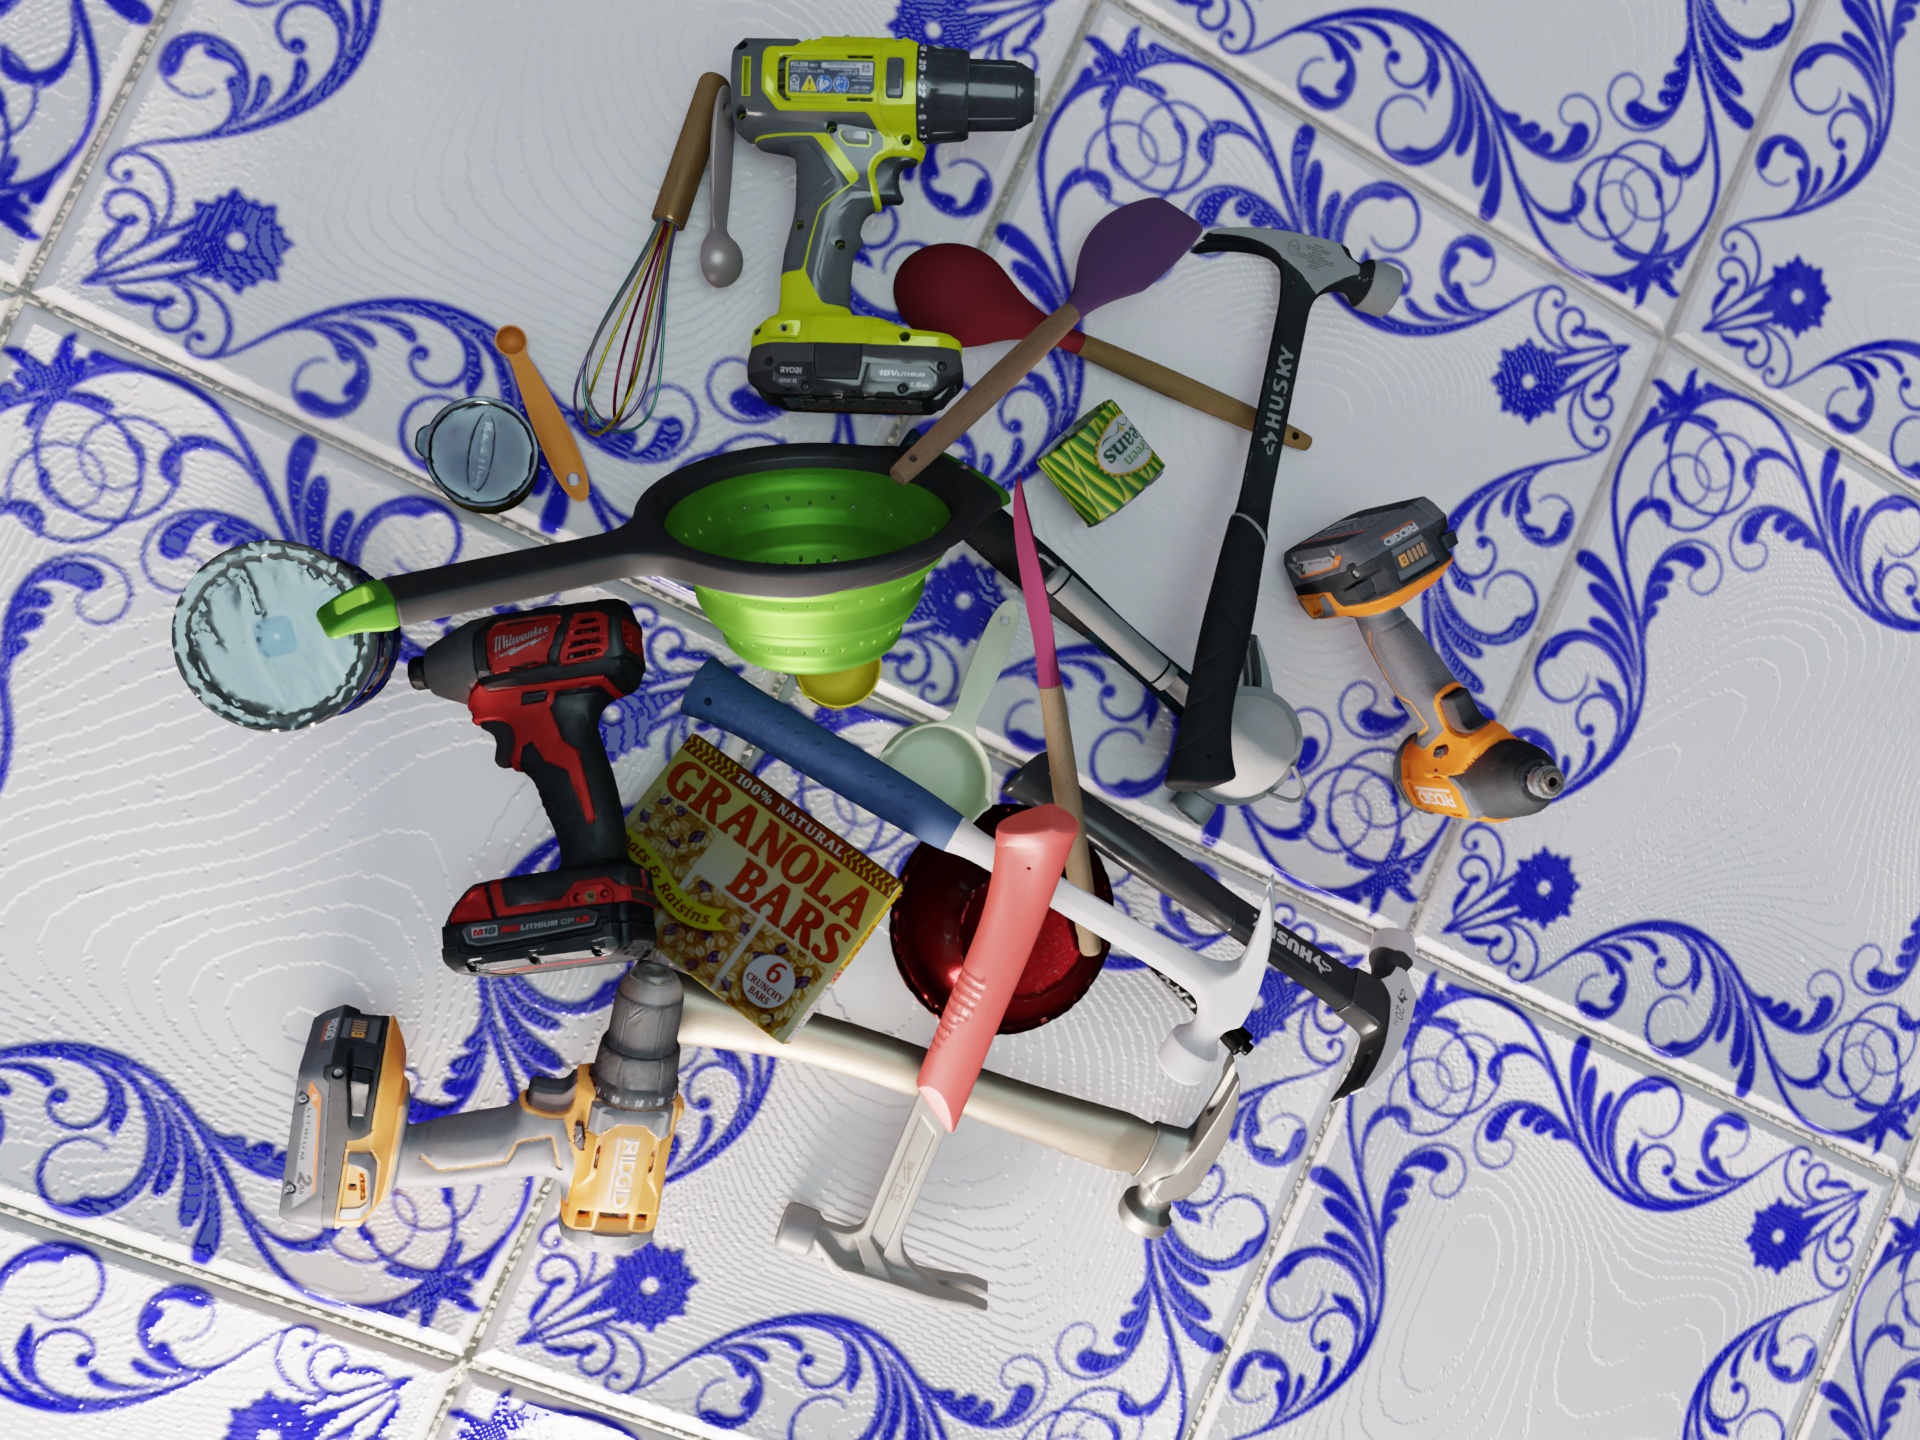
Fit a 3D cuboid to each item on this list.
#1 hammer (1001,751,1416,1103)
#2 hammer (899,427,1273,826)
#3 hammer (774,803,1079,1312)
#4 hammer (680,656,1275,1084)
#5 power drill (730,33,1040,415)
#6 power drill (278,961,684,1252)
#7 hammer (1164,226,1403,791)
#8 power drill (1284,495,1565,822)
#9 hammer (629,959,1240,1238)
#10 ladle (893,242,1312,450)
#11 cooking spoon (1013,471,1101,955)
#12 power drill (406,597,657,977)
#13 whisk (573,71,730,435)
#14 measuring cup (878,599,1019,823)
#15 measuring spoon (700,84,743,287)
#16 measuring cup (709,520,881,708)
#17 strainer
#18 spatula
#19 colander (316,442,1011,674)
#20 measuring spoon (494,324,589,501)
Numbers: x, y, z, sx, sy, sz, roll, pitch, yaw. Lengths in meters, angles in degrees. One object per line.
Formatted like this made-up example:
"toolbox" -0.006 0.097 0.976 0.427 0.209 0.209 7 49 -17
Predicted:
"hammer" 0.170 0.127 1.082 0.334 0.035 0.146 34 48 -10
"hammer" 0.081 -0.075 1.082 0.331 0.033 0.128 39 84 -13
"hammer" 0.005 0.217 1.004 0.149 0.037 0.359 19 110 -5
"hammer" 0.008 0.072 1.001 0.405 0.035 0.144 30 113 5
"power drill" -0.048 -0.313 1.000 0.190 0.080 0.228 2 92 1
"power drill" -0.281 0.227 0.968 0.226 0.084 0.185 9 104 -17
"hammer" 0.192 -0.147 1.063 0.149 0.036 0.409 17 75 -12
"power drill" 0.322 -0.033 1.079 0.084 0.164 0.226 -29 97 -10
"hammer" -0.018 0.227 1.050 0.410 0.038 0.146 20 113 -11
"ladle" 0.104 -0.245 1.084 0.315 0.031 0.069 19 89 -16
"cooking spoon" 0.060 0.002 1.002 0.017 0.069 0.318 -9 106 4
"power drill" -0.258 0.039 0.959 0.143 0.078 0.220 -7 78 3
"whisk" -0.188 -0.292 0.999 0.051 0.047 0.245 19 85 -13
"measuring cup" -0.002 -0.003 1.062 0.083 0.038 0.167 24 86 -14
"measuring spoon" -0.146 -0.337 1.005 0.018 0.034 0.124 8 99 29
"measuring cup" -0.114 -0.071 1.042 0.062 0.029 0.156 -42 90 -12
"strainer" 0.141 -0.023 1.064 0.258 0.050 0.087 41 99 -9
"spatula" 0.055 -0.250 1.024 0.060 0.018 0.316 36 62 10
"colander" -0.161 -0.071 0.926 0.397 0.205 0.094 -16 124 -27
"measuring spoon" -0.263 -0.193 1.003 0.021 0.011 0.117 -25 102 -13
